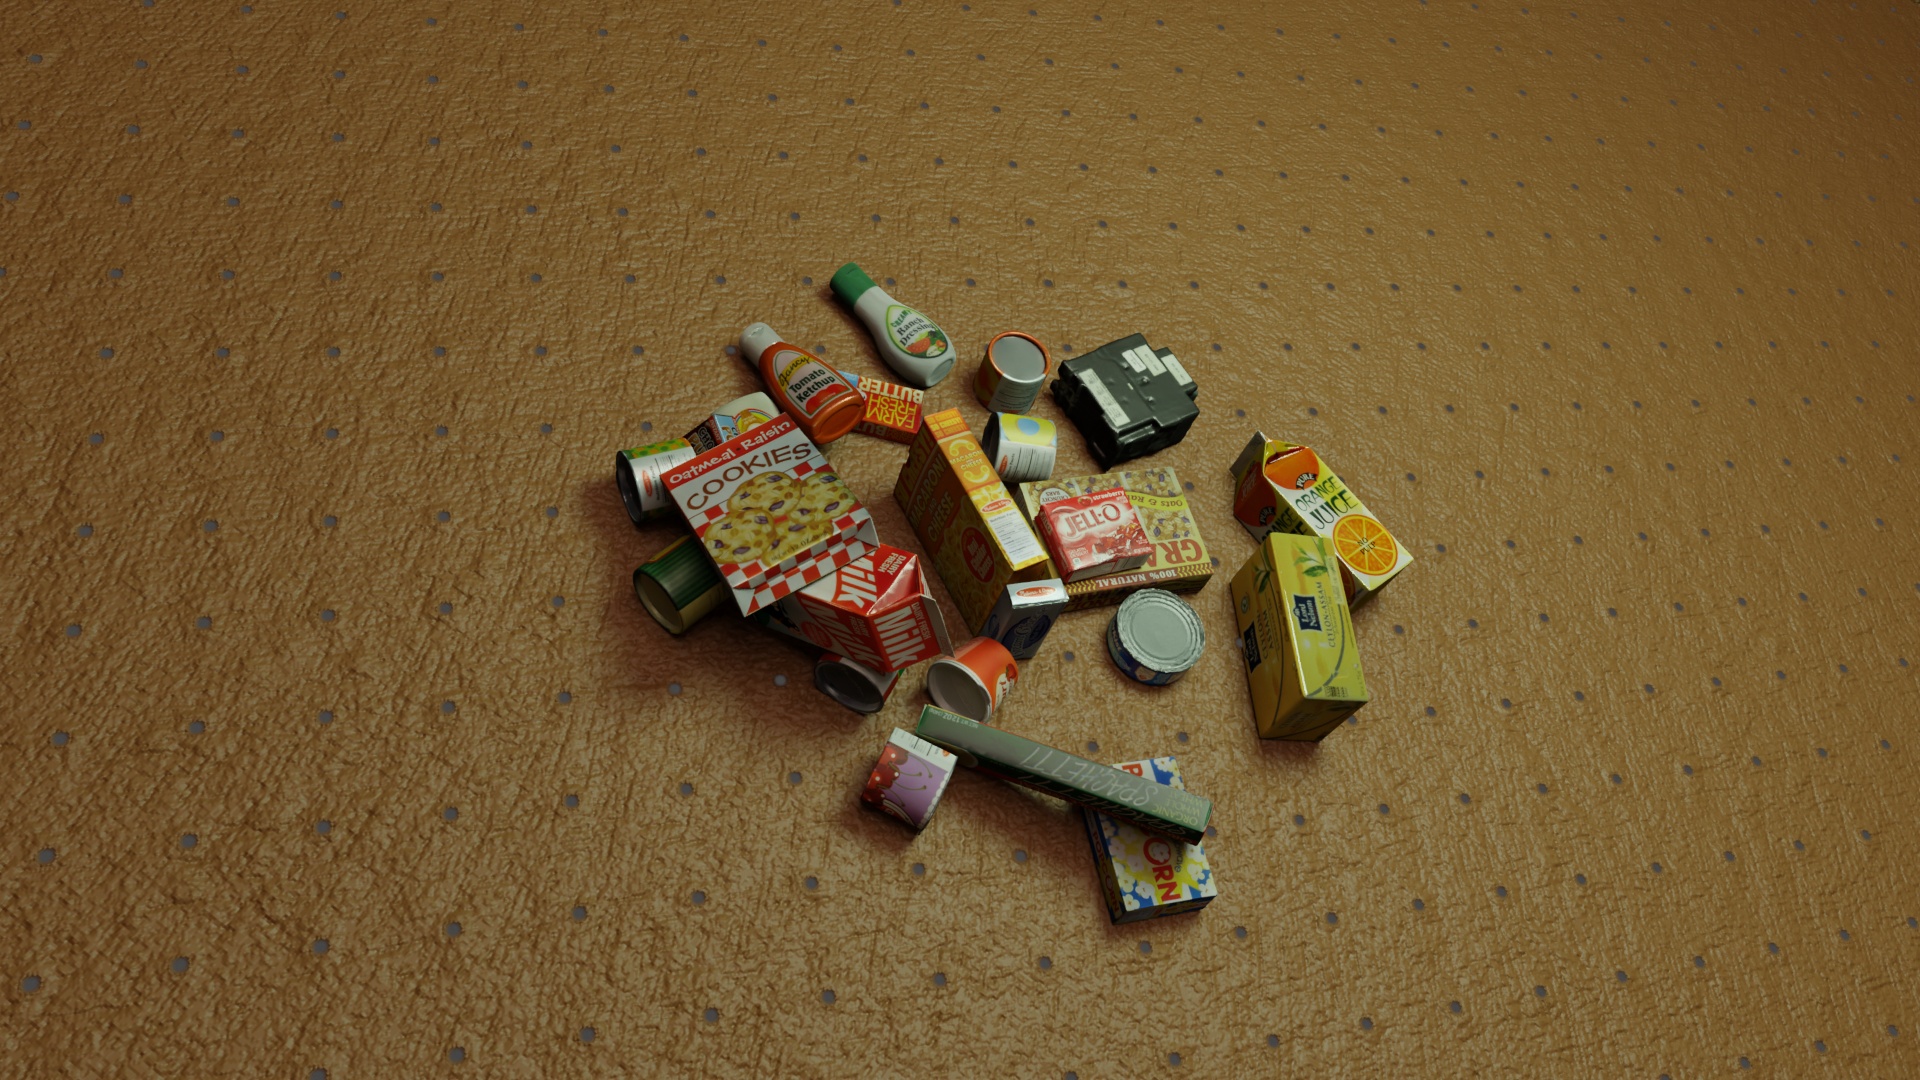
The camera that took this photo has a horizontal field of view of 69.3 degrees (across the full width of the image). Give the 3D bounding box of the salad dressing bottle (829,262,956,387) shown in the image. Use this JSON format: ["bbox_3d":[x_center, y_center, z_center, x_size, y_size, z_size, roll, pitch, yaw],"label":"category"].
[{"bbox_3d":[-0.070,-0.217,1.390,0.148,0.043,0.064,45,59,13],"label":"salad dressing bottle"}]

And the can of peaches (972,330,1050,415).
[{"bbox_3d":[0.051,-0.169,1.387,0.071,0.057,0.071,8,58,-12],"label":"can of peaches"}]

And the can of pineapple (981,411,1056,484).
[{"bbox_3d":[0.055,-0.088,1.334,0.058,0.070,0.071,7,57,-13],"label":"can of pineapple"}]

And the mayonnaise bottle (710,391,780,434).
[{"bbox_3d":[-0.169,-0.065,1.265,0.065,0.041,0.148,-27,69,-22],"label":"mayonnaise bottle"}]

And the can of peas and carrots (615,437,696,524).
[{"bbox_3d":[-0.264,-0.053,1.217,0.059,0.070,0.071,-16,65,-25],"label":"can of peas and carrots"}]

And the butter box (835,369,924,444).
[{"bbox_3d":[-0.088,-0.129,1.340,0.103,0.024,0.053,13,57,-8],"label":"butter box"}]

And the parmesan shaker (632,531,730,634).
[{"bbox_3d":[-0.218,0.022,1.178,0.071,0.071,0.103,44,57,12],"label":"parmesan shaker"}]

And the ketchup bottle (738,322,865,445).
[{"bbox_3d":[-0.155,-0.152,1.304,0.065,0.043,0.149,-35,56,-17],"label":"ketchup bottle"}]

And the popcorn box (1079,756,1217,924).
[{"bbox_3d":[0.154,0.250,1.168,0.085,0.038,0.127,-4,60,-19],"label":"popcorn box"}]

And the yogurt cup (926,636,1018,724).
[{"bbox_3d":[0.013,0.119,1.193,0.072,0.072,0.054,42,49,11],"label":"yogurt cup"}]

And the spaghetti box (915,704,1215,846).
[{"bbox_3d":[0.083,0.192,1.139,0.250,0.050,0.029,17,66,11],"label":"spaghetti box"}]

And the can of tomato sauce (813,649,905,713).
[{"bbox_3d":[-0.077,0.094,1.181,0.071,0.070,0.083,30,55,3],"label":"can of tomato sauce"}]

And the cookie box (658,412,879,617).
[{"bbox_3d":[-0.159,-0.025,1.139,0.123,0.040,0.168,-28,46,-14],"label":"cookie box"}]

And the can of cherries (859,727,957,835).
[{"bbox_3d":[-0.043,0.195,1.127,0.058,0.071,0.072,26,55,0],"label":"can of cherries"}]

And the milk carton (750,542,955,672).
[{"bbox_3d":[-0.089,0.046,1.131,0.191,0.072,0.074,17,53,32],"label":"milk carton"}]

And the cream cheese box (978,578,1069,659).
[{"bbox_3d":[0.052,0.072,1.210,0.053,0.103,0.024,-6,59,-21],"label":"cream cheese box"}]

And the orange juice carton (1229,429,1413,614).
[{"bbox_3d":[0.344,-0.020,1.374,0.073,0.071,0.193,-30,72,-30],"label":"orange juice carton"}]

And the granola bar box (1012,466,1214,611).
[{"bbox_3d":[0.143,-0.002,1.322,0.166,0.038,0.124,-7,61,-21],"label":"granola bar box"}]

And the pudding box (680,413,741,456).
[{"bbox_3d":[-0.212,-0.065,1.236,0.030,0.049,0.084,0,64,-60],"label":"pudding box"}]

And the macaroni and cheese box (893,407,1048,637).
[{"bbox_3d":[0.004,-0.016,1.237,0.040,0.123,0.167,-19,66,-27],"label":"macaroni and cheese box"}]
